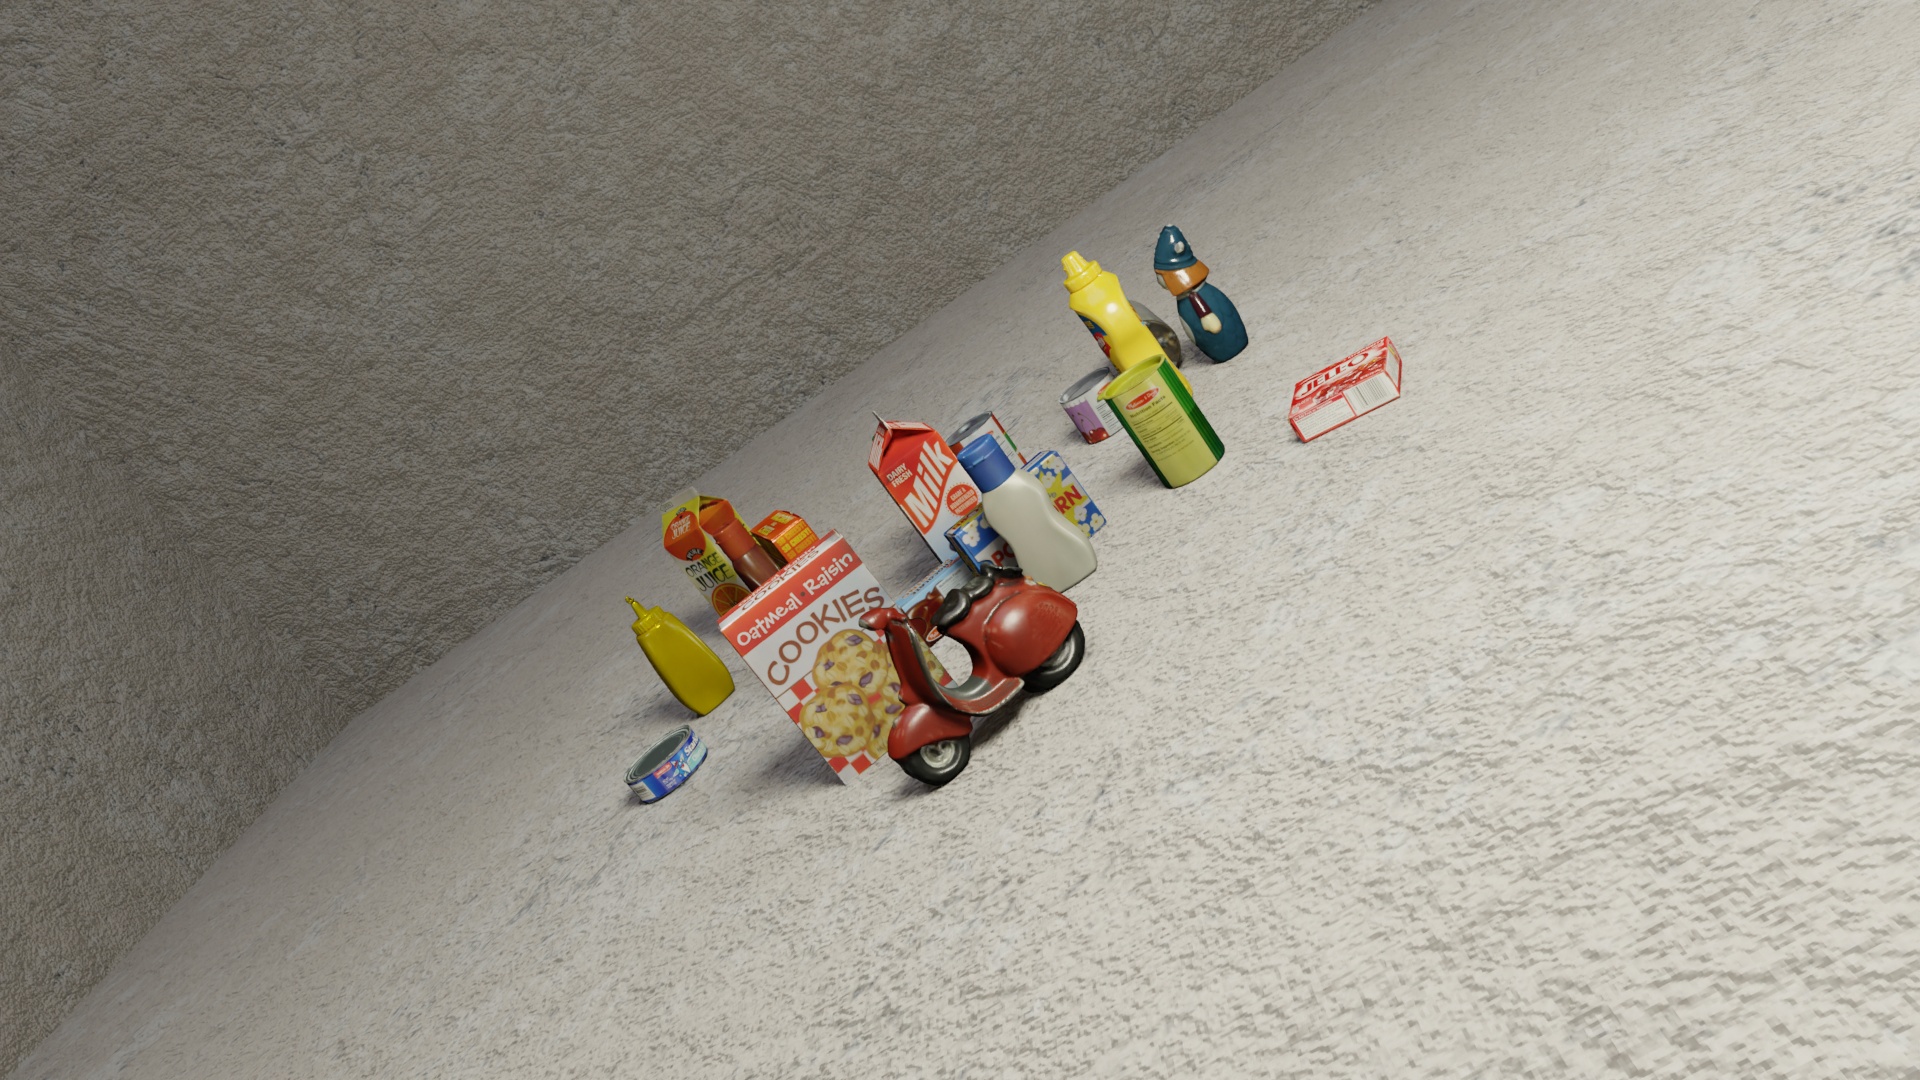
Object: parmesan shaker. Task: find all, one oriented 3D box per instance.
[{"bbox_3d":[0.179,-0.104,1.239,0.071,0.103,0.071,-34,15,10],"label":"parmesan shaker"}]

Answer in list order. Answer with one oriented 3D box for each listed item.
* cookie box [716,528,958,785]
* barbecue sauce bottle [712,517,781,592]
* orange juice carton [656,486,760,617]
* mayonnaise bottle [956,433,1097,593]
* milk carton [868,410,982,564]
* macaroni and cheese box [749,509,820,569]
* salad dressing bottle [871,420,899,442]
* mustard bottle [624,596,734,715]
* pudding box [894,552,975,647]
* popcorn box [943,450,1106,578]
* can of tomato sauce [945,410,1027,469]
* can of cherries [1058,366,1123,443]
[{"bbox_3d":[-0.098,0.094,1.130,0.123,0.167,0.040,-39,15,-8],"label":"cookie box"},{"bbox_3d":[-0.230,0.042,1.617,0.044,0.148,0.065,-42,15,-19],"label":"barbecue sauce bottle"},{"bbox_3d":[-0.303,0.020,1.762,0.071,0.192,0.073,-26,18,34],"label":"orange juice carton"},{"bbox_3d":[0.054,-0.023,1.184,0.064,0.148,0.041,-32,15,16],"label":"mayonnaise bottle"},{"bbox_3d":[-0.027,-0.048,1.356,0.073,0.190,0.072,-37,15,-3],"label":"milk carton"},{"bbox_3d":[-0.128,0.047,1.339,0.040,0.166,0.124,-39,15,-11],"label":"macaroni and cheese box"},{"bbox_3d":[-0.040,-0.061,1.509,0.044,0.147,0.064,-25,18,36],"label":"salad dressing bottle"},{"bbox_3d":[-0.322,0.121,1.557,0.065,0.160,0.049,-41,15,-18],"label":"mustard bottle"},{"bbox_3d":[-0.016,0.054,1.296,0.084,0.049,0.030,-40,15,-13],"label":"pudding box"},{"bbox_3d":[0.059,-0.012,1.259,0.127,0.085,0.038,-40,15,-15],"label":"popcorn box"},{"bbox_3d":[0.031,-0.095,1.578,0.071,0.083,0.071,-34,15,10],"label":"can of tomato sauce"},{"bbox_3d":[0.150,-0.148,1.522,0.071,0.058,0.072,-34,15,10],"label":"can of cherries"}]
